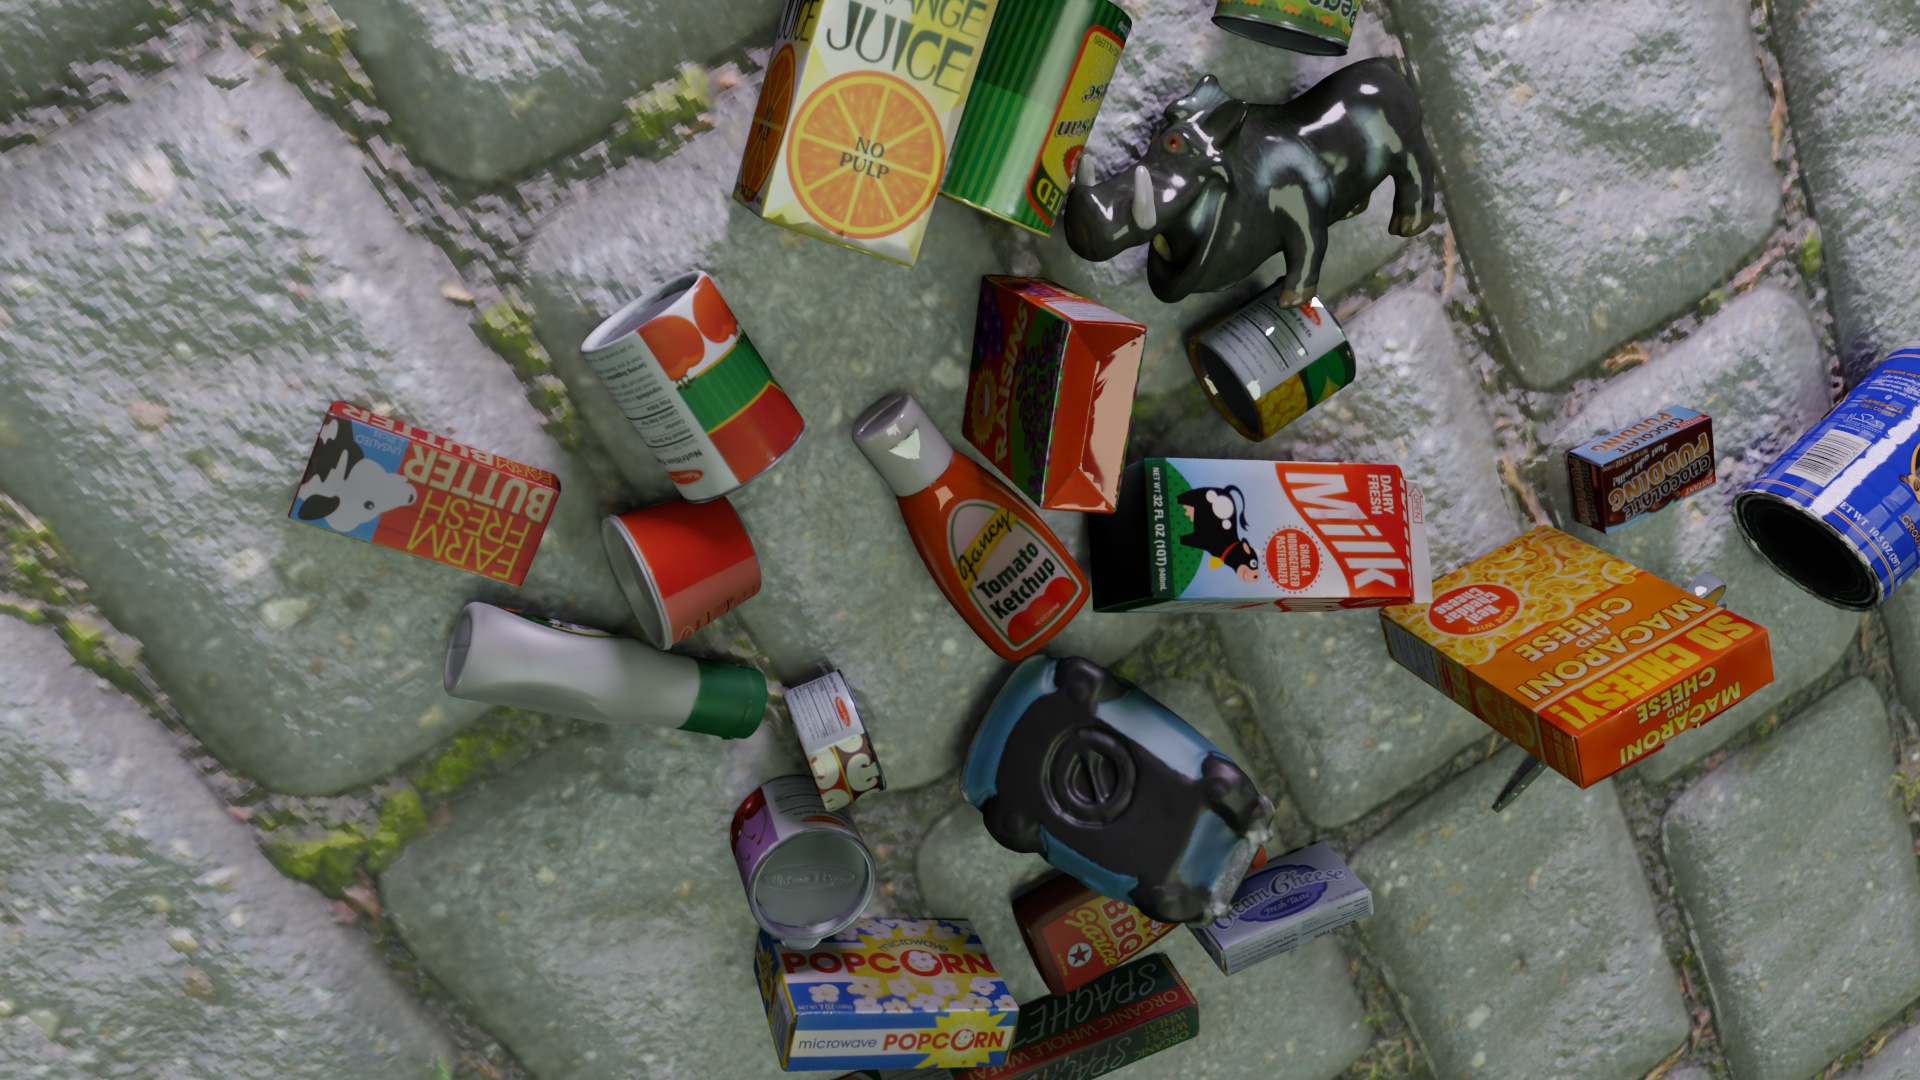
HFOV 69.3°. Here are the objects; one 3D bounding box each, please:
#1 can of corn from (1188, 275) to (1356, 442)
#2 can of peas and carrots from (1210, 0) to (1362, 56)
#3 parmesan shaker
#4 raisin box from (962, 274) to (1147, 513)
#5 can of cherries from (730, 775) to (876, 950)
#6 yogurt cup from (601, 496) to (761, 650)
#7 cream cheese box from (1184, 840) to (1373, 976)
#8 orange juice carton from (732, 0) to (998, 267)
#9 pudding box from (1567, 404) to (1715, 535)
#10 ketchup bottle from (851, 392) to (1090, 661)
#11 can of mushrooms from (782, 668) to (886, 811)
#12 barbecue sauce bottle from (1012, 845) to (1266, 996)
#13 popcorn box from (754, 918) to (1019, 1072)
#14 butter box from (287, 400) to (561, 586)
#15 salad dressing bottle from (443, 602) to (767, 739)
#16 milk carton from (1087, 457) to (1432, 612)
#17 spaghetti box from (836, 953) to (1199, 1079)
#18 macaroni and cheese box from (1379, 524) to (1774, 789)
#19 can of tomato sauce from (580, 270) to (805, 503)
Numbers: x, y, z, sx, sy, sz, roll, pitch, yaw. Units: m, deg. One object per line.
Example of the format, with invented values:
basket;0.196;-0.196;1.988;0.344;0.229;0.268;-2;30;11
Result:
can of corn;0.160;-0.092;0.717;0.058;0.071;0.071;-34;117;-4
can of peas and carrots;0.159;-0.264;0.650;0.071;0.071;0.058;9;105;-22
parmesan shaker;0.029;-0.197;0.627;0.071;0.071;0.103;17;103;-24
raisin box;0.040;-0.072;0.648;0.040;0.124;0.085;1;109;-18
can of cherries;-0.085;0.168;0.727;0.071;0.058;0.071;-7;112;-18
yogurt cup;-0.129;0.010;0.651;0.054;0.072;0.072;-24;116;-23
cream cheese box;0.193;0.224;0.848;0.104;0.053;0.024;-18;116;-12
orange juice carton;-0.033;-0.224;0.596;0.073;0.072;0.192;13;105;-24
pudding box;0.413;-0.043;0.843;0.084;0.030;0.049;-22;116;-11
ketchup bottle;0.003;-0.009;0.702;0.065;0.043;0.148;-42;116;-6
can of mushrooms;-0.064;0.103;0.707;0.033;0.071;0.070;-21;115;-10
barbecue sauce bottle;0.107;0.207;0.818;0.149;0.044;0.064;-25;114;-10
popcorn box;-0.042;0.245;0.755;0.127;0.085;0.038;7;106;-21
butter box;-0.239;-0.020;0.624;0.103;0.024;0.053;20;102;-24
salad dressing bottle;-0.166;0.066;0.663;0.148;0.064;0.044;16;74;-32
milk carton;0.168;-0.001;0.735;0.191;0.073;0.072;1;81;-19
spaghetti box;0.021;0.312;0.821;0.251;0.050;0.028;-17;116;-13
macaroni and cheese box;0.337;0.059;0.776;0.124;0.167;0.040;-26;116;-9
can of tomato sauce;-0.119;-0.070;0.625;0.071;0.071;0.083;-34;115;-5
